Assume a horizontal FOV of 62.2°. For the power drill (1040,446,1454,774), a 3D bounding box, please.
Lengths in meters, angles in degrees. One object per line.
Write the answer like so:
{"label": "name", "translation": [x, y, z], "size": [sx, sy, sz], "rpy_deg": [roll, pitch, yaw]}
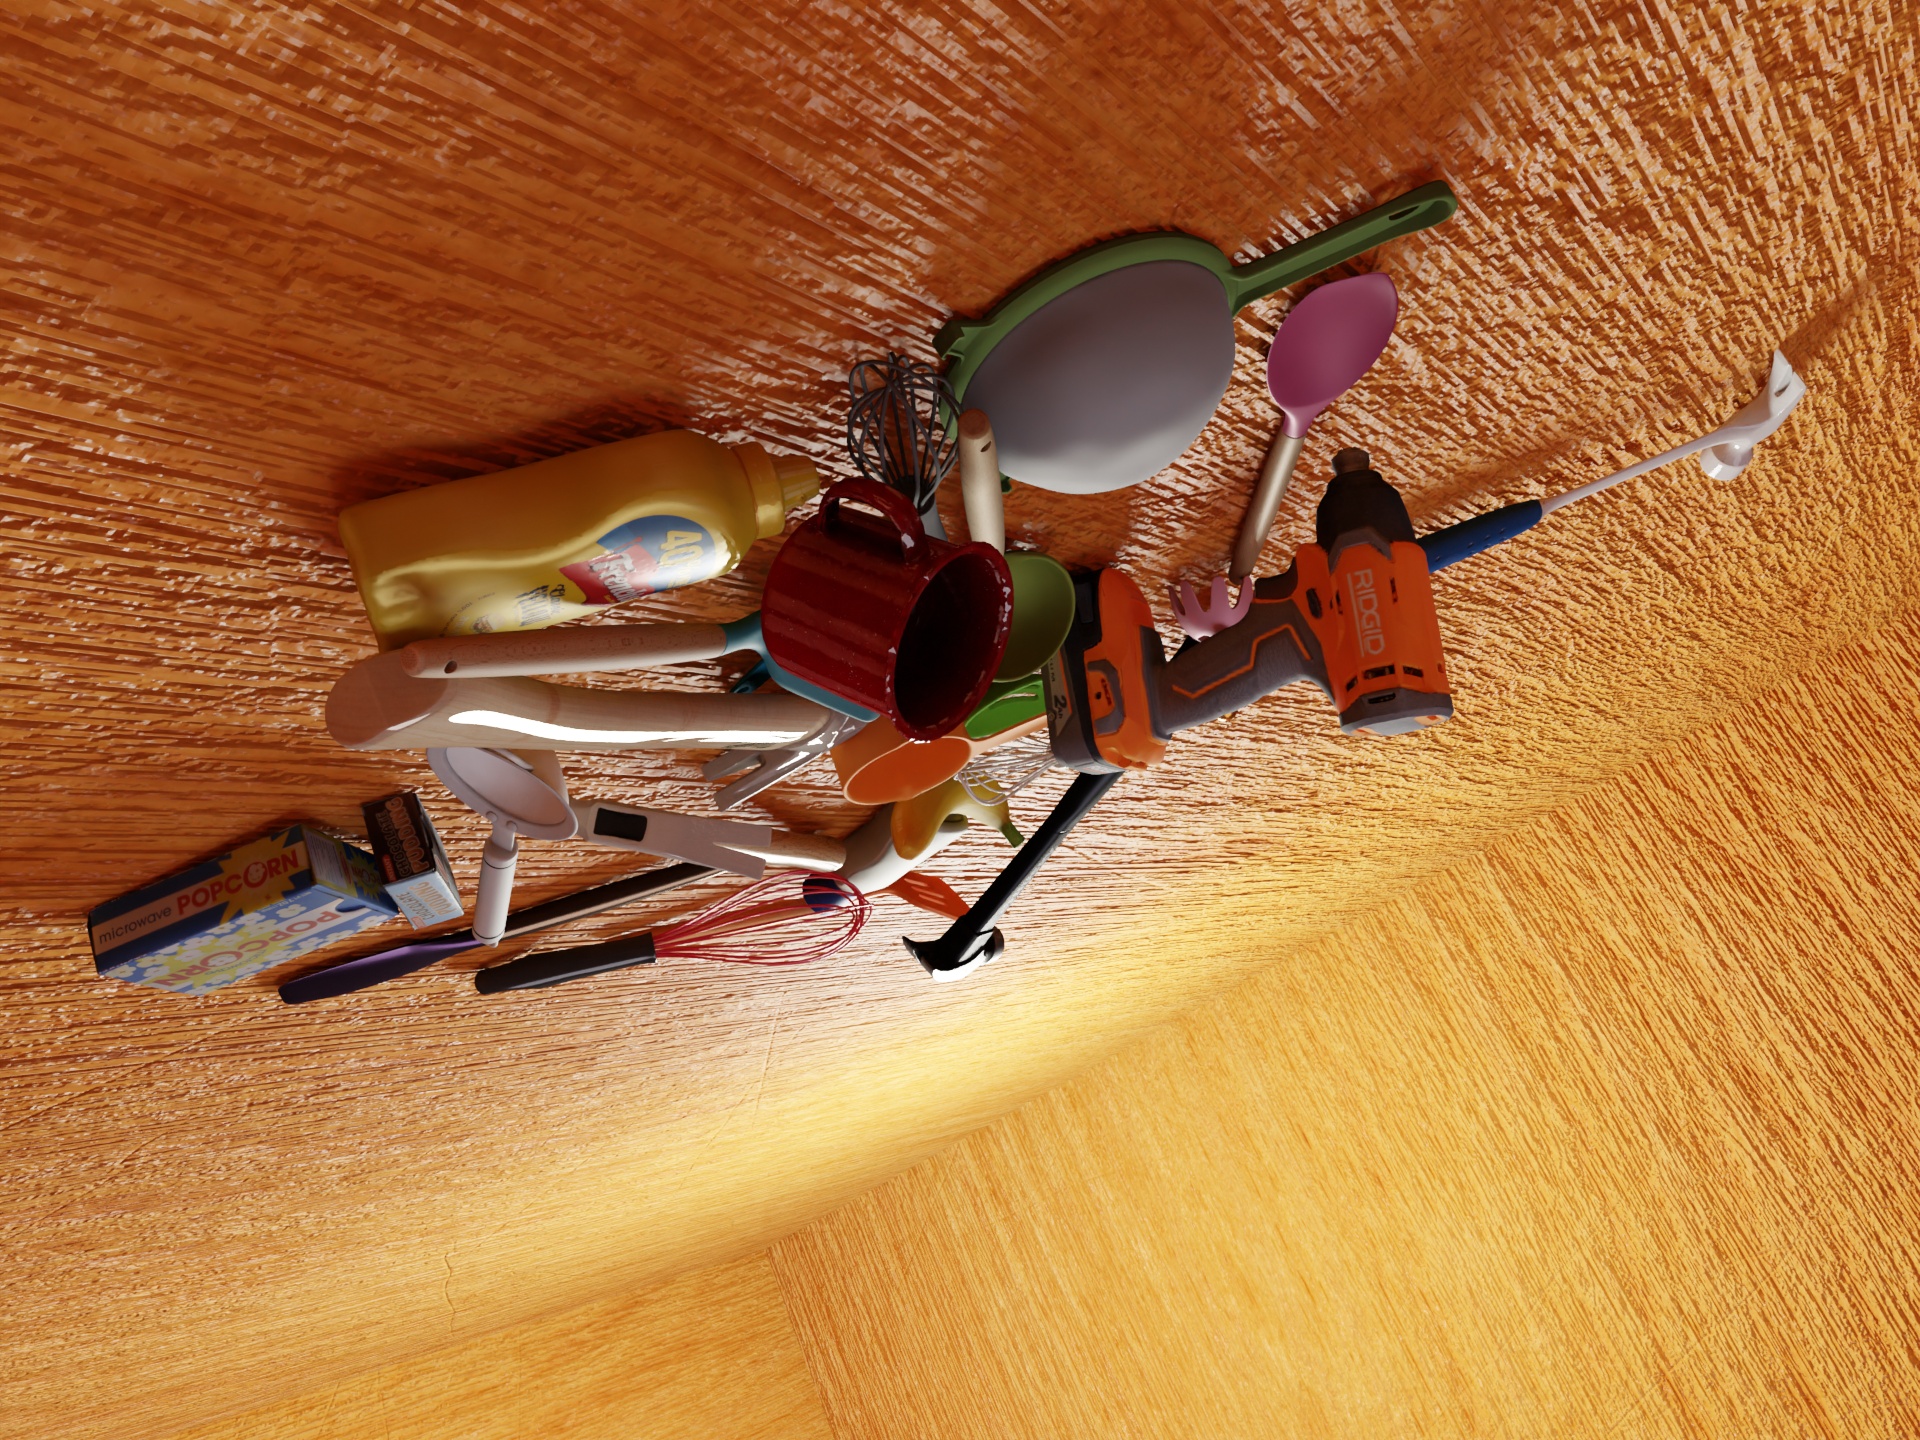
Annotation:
{"label": "power drill", "translation": [0.161, -0.059, 0.928], "size": [0.226, 0.164, 0.084], "rpy_deg": [-12, 167, 27]}

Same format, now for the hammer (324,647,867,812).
{"label": "hammer", "translation": [-0.161, 0.005, 0.787], "size": [0.146, 0.038, 0.410], "rpy_deg": [-30, 169, 18]}

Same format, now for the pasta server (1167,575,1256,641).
{"label": "pasta server", "translation": [0.220, -0.064, 1.158], "size": [0.060, 0.040, 0.316], "rpy_deg": [-5, 175, 24]}

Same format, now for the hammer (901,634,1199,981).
{"label": "hammer", "translation": [0.079, 0.066, 1.173], "size": [0.334, 0.035, 0.146], "rpy_deg": [-52, 161, 17]}

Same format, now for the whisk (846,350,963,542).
{"label": "whisk", "translation": [-0.020, -0.106, 0.757], "size": [0.055, 0.055, 0.238], "rpy_deg": [-24, 164, -4]}

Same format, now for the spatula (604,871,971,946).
{"label": "spatula", "translation": [-0.130, 0.160, 1.284], "size": [0.322, 0.081, 0.041], "rpy_deg": [-8, 121, -30]}

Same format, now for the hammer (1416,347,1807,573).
{"label": "hammer", "translation": [0.430, -0.160, 1.164], "size": [0.405, 0.035, 0.144], "rpy_deg": [-22, 160, -9]}

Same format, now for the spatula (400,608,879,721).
{"label": "spatula", "translation": [-0.116, -0.031, 0.704], "size": [0.317, 0.044, 0.082], "rpy_deg": [-11, 130, -62]}

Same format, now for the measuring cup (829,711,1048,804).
{"label": "measuring cup", "translation": [-0.002, -0.003, 1.014], "size": [0.173, 0.052, 0.095], "rpy_deg": [-20, 158, -10]}

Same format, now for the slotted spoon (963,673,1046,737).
{"label": "slotted spoon", "translation": [0.149, -0.028, 1.094], "size": [0.313, 0.031, 0.070], "rpy_deg": [-8, 157, -12]}

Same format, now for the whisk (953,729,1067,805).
{"label": "whisk", "translation": [0.070, 0.026, 1.189], "size": [0.058, 0.059, 0.246], "rpy_deg": [-17, 173, 36]}

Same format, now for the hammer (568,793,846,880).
{"label": "hammer", "translation": [-0.143, 0.079, 1.033], "size": [0.130, 0.031, 0.331], "rpy_deg": [10, 176, 17]}

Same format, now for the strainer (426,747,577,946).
{"label": "strainer", "translation": [-0.253, 0.066, 0.877], "size": [0.050, 0.087, 0.258], "rpy_deg": [-64, -178, -38]}

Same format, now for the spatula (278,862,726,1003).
{"label": "spatula", "translation": [-0.295, 0.138, 1.077], "size": [0.316, 0.018, 0.059], "rpy_deg": [-16, 159, -20]}

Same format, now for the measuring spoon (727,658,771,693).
{"label": "measuring spoon", "translation": [-0.105, -0.042, 0.867], "size": [0.042, 0.021, 0.128], "rpy_deg": [-18, 169, -35]}

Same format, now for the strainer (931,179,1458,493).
{"label": "strainer", "translation": [0.118, -0.168, 0.726], "size": [0.256, 0.069, 0.151], "rpy_deg": [-24, 160, 1]}

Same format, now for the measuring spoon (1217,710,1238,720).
{"label": "measuring spoon", "translation": [0.178, -0.027, 1.070], "size": [0.021, 0.011, 0.116], "rpy_deg": [-17, 151, 1]}

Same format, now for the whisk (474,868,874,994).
{"label": "whisk", "translation": [-0.208, 0.163, 1.176], "size": [0.295, 0.073, 0.073], "rpy_deg": [-10, 157, -13]}

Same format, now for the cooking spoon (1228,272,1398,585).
{"label": "cooking spoon", "translation": [0.186, -0.155, 0.914], "size": [0.068, 0.017, 0.318], "rpy_deg": [-14, 159, -7]}

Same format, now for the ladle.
{"label": "ladle", "translation": [0.022, -0.081, 0.775], "size": [0.078, 0.062, 0.320], "rpy_deg": [-44, 171, -5]}
